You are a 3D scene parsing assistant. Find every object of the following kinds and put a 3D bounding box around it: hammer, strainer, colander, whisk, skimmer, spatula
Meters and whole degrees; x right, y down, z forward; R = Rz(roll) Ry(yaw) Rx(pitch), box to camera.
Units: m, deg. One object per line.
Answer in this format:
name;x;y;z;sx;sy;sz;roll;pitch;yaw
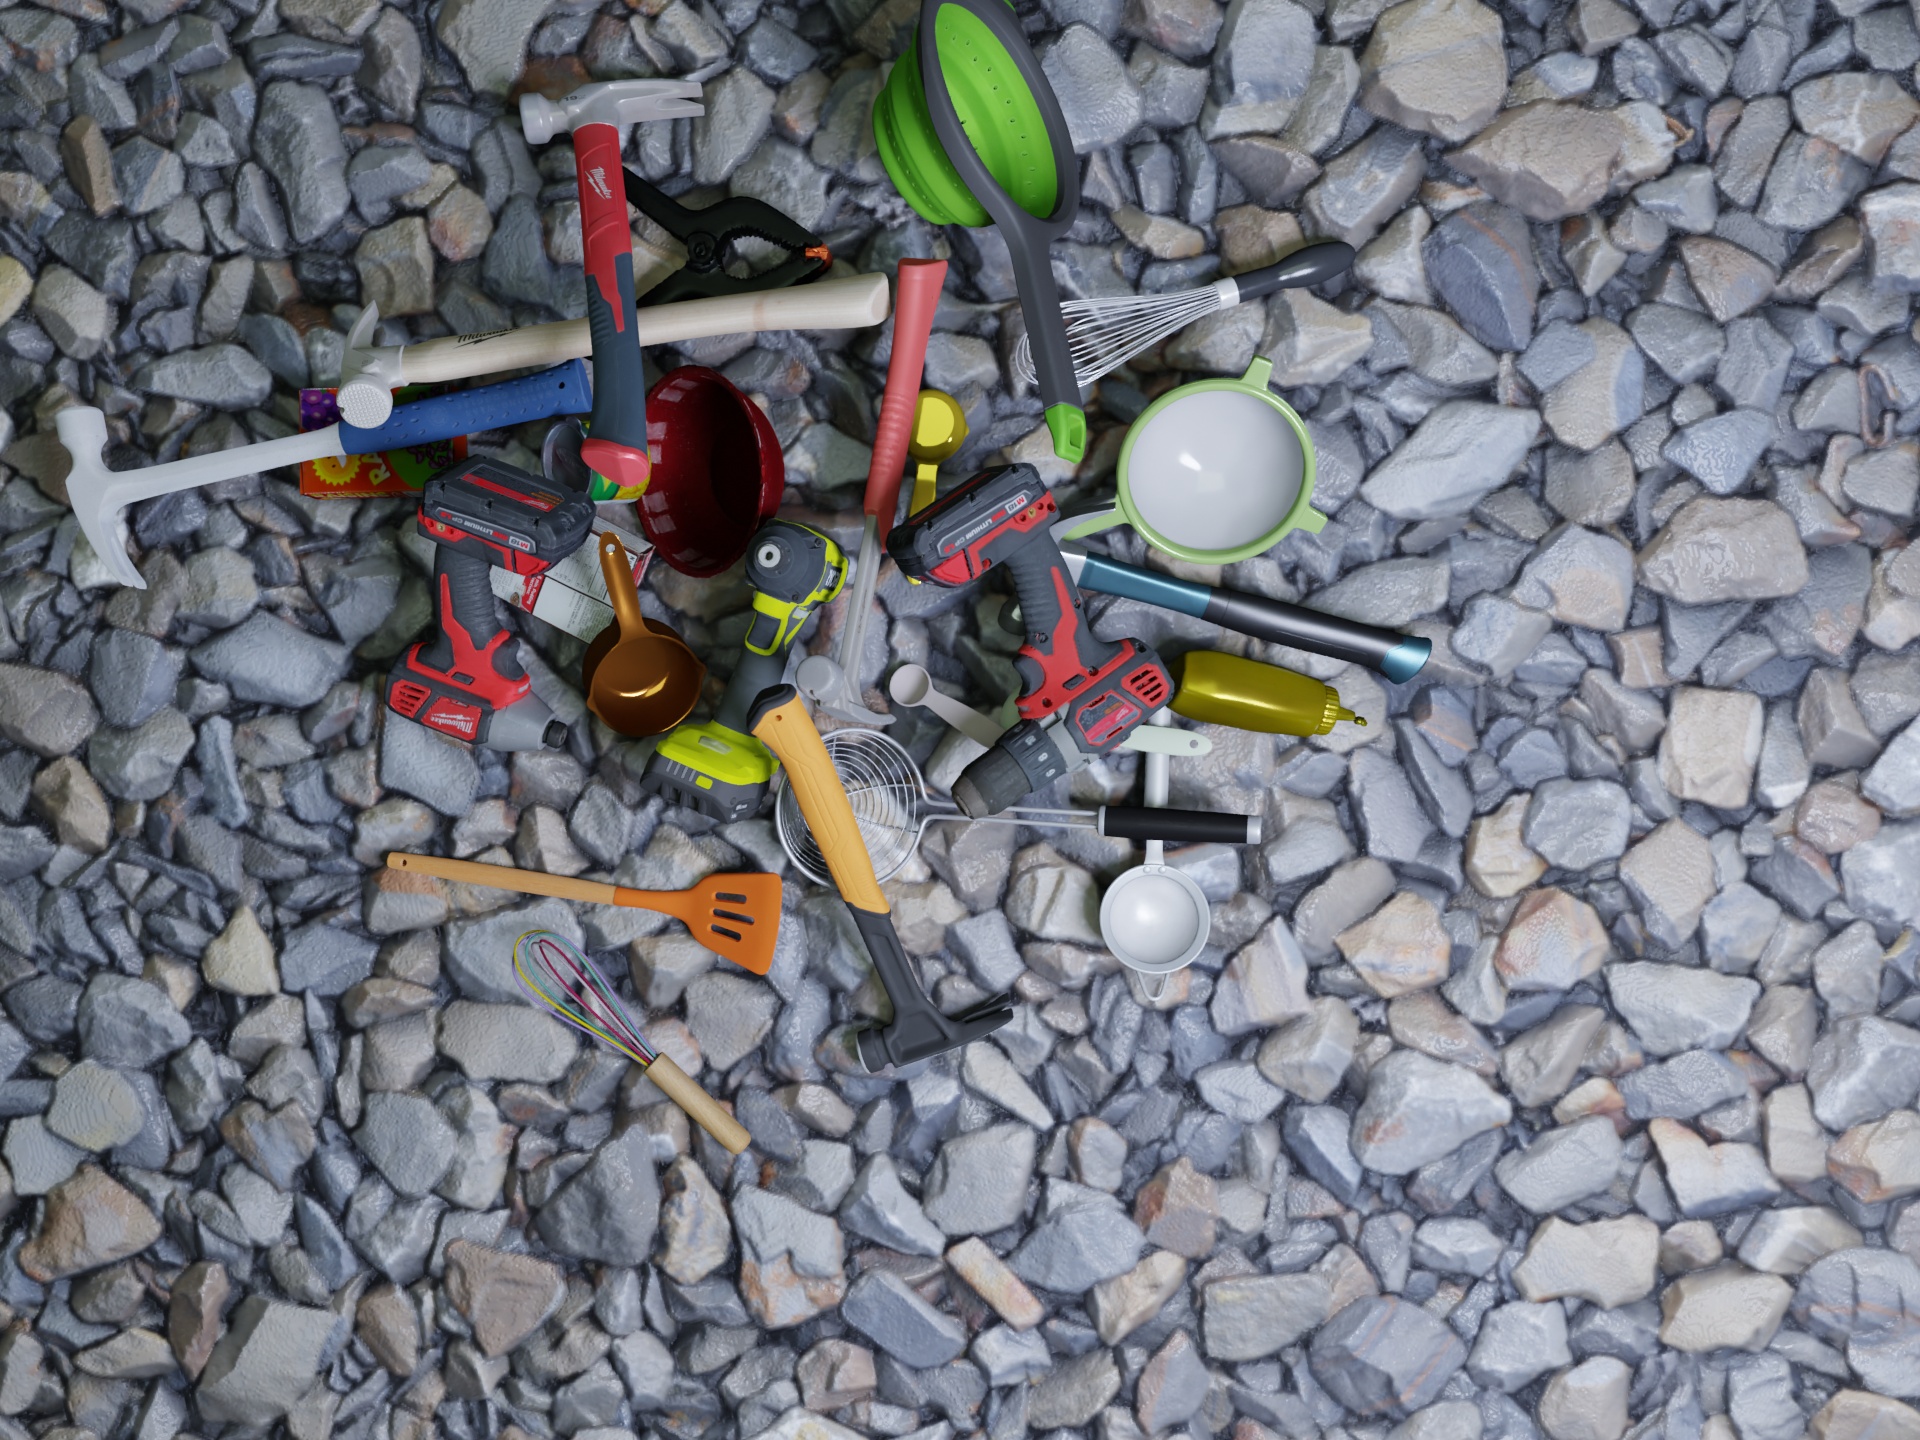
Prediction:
hammer;0.204;-0.087;1.241;0.331;0.033;0.128;15;121;-4
hammer;-0.243;-0.333;1.170;0.143;0.038;0.387;-8;60;-6
hammer;-0.486;-0.210;1.228;0.405;0.035;0.144;-12;89;0
strainer;0.154;0.089;1.254;0.087;0.050;0.258;3;84;-1
colander;0.014;-0.368;1.192;0.094;0.204;0.397;-18;76;32
whisk;0.177;-0.326;1.248;0.284;0.070;0.070;-19;90;-3
whisk;-0.258;0.253;1.263;0.245;0.047;0.051;44;103;-3
skimmer;0.044;0.075;1.211;0.363;0.090;0.127;3;89;11
hammer;-0.259;-0.302;1.214;0.410;0.146;0.038;-10;131;-5
hammer;-0.070;0.117;1.189;0.127;0.034;0.336;-20;116;4
hammer;-0.055;-0.177;1.212;0.037;0.149;0.359;8;83;17
strainer;0.149;-0.186;1.248;0.256;0.069;0.151;-18;118;18
spatula;-0.300;0.136;1.262;0.322;0.041;0.081;9;91;2

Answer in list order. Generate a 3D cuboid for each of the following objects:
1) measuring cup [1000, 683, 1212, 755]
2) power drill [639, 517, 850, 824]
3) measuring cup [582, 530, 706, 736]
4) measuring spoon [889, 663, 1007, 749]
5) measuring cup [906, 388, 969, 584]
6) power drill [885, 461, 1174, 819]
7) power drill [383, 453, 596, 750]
measuring cup;0.111;0.008;1.239;0.167;0.038;0.083;7;85;14
power drill;-0.157;-0.041;1.197;0.080;0.171;0.223;22;94;5
measuring cup;-0.256;-0.073;1.220;0.095;0.052;0.173;-19;122;-17
measuring spoon;-0.002;-0.004;1.253;0.124;0.018;0.034;32;89;19
measuring cup;-0.029;-0.186;1.261;0.062;0.029;0.156;5;87;1
power drill;0.034;-0.055;1.169;0.188;0.080;0.226;-35;105;-11
power drill;-0.354;-0.078;1.214;0.143;0.079;0.219;21;118;2
